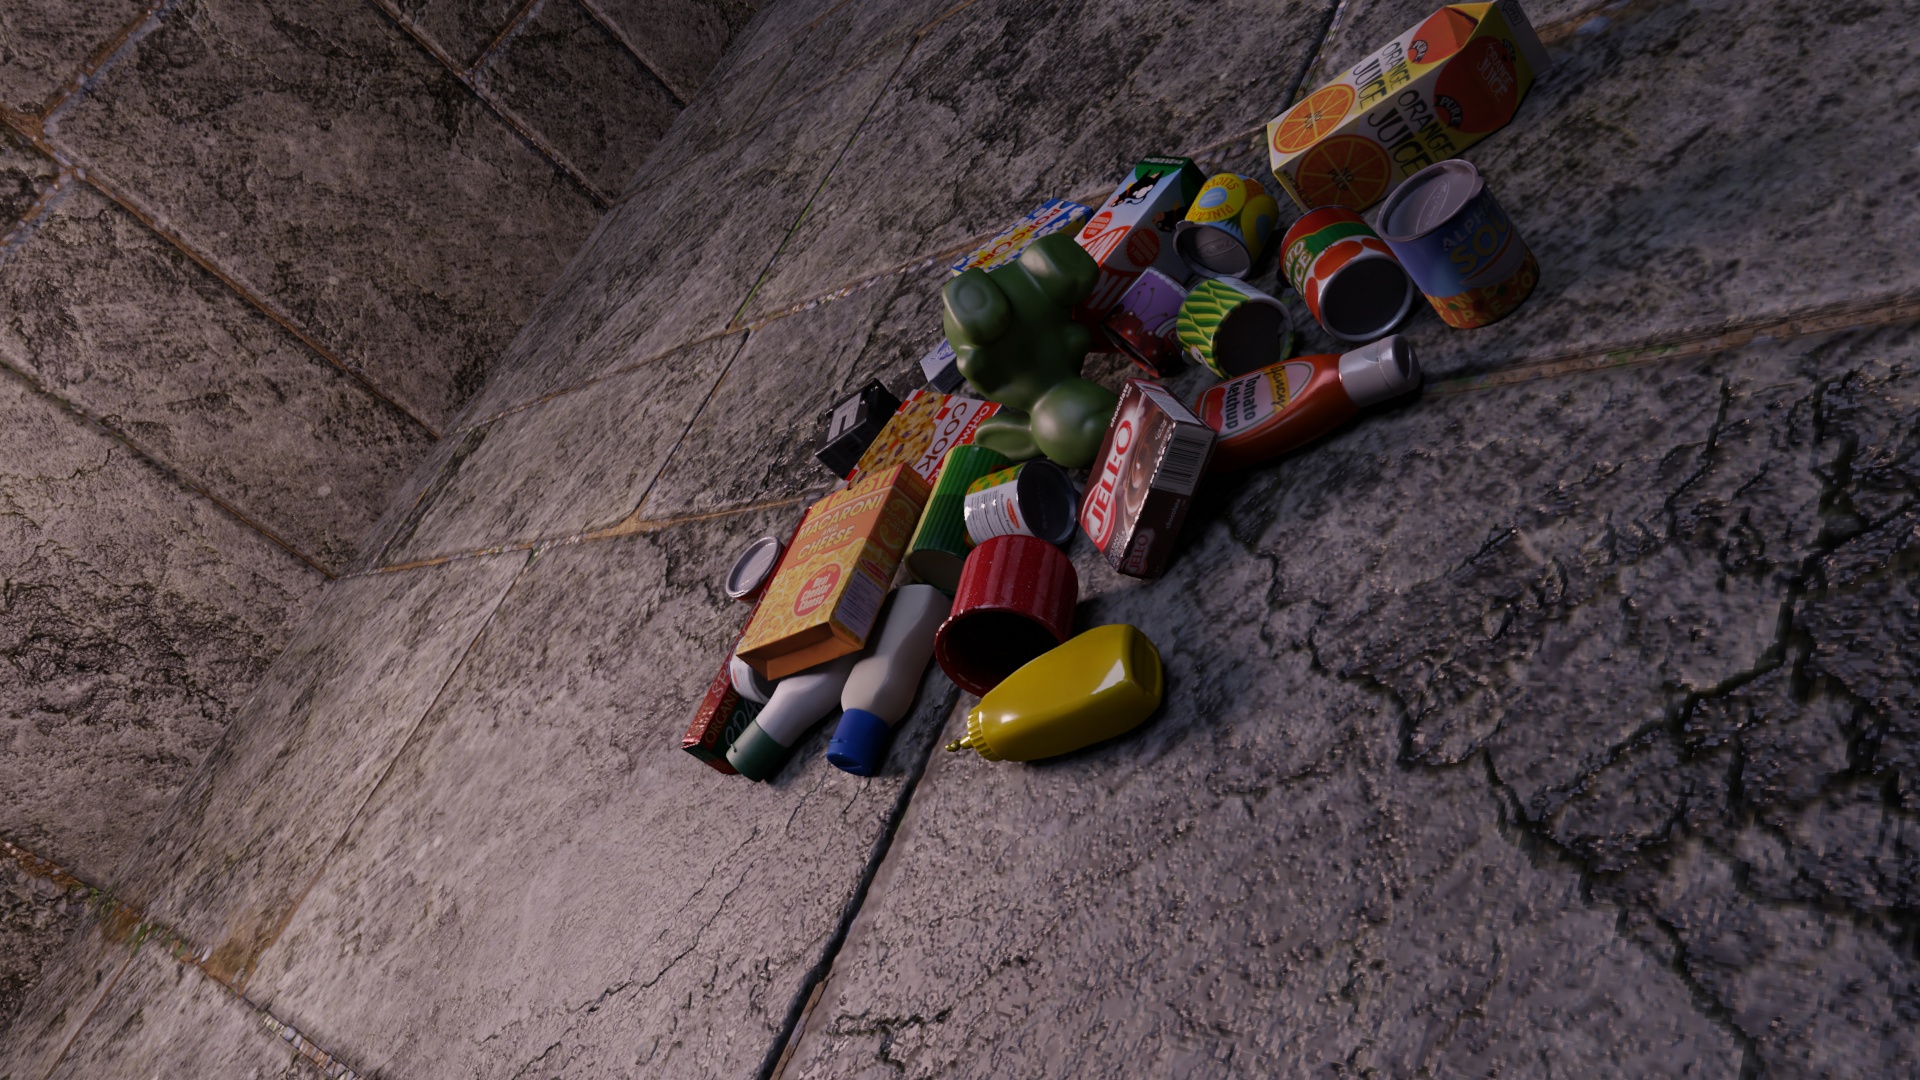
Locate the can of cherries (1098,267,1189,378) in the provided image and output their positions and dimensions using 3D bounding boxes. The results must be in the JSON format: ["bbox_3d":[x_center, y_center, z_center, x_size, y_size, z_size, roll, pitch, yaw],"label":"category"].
[{"bbox_3d":[0.151,-0.166,1.070,0.058,0.071,0.071,-48,29,1],"label":"can of cherries"}]

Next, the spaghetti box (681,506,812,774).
[{"bbox_3d":[-0.160,0.082,1.201,0.028,0.050,0.251,-13,44,48],"label":"spaghetti box"}]

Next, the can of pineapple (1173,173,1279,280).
[{"bbox_3d":[0.207,-0.245,1.086,0.071,0.071,0.058,-2,52,53],"label":"can of pineapple"}]

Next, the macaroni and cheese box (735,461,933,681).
[{"bbox_3d":[-0.099,0.023,1.109,0.123,0.040,0.167,-22,35,43],"label":"macaroni and cheese box"}]

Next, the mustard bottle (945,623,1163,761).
[{"bbox_3d":[0.054,0.107,0.884,0.159,0.048,0.066,-28,35,33],"label":"mustard bottle"}]

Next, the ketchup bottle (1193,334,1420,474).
[{"bbox_3d":[0.223,-0.092,0.904,0.148,0.043,0.065,-19,46,40],"label":"ketchup bottle"}]

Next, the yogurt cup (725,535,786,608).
[{"bbox_3d":[-0.172,0.037,1.266,0.072,0.054,0.073,-33,32,24],"label":"yogurt cup"}]

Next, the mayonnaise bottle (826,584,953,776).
[{"bbox_3d":[-0.056,0.104,1.045,0.064,0.041,0.149,-14,44,48],"label":"mayonnaise bottle"}]

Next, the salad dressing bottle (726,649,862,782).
[{"bbox_3d":[-0.126,0.126,1.108,0.147,0.044,0.064,-49,29,0],"label":"salad dressing bottle"}]

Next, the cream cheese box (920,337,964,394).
[{"bbox_3d":[0.010,-0.189,1.329,0.103,0.024,0.053,-41,30,12],"label":"cream cheese box"}]

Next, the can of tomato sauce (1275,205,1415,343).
[{"bbox_3d":[0.258,-0.179,0.939,0.071,0.071,0.083,-38,31,17],"label":"can of tomato sauce"}]

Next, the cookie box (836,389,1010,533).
[{"bbox_3d":[-0.027,-0.068,1.216,0.123,0.040,0.167,-53,28,-10],"label":"cookie box"}]

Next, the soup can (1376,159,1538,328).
[{"bbox_3d":[0.309,-0.182,0.856,0.071,0.083,0.072,-34,32,25],"label":"soup can"}]

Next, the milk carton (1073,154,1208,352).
[{"bbox_3d":[0.133,-0.225,1.156,0.190,0.073,0.072,-50,29,-3],"label":"milk carton"}]

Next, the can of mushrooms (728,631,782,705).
[{"bbox_3d":[-0.153,0.103,1.150,0.033,0.071,0.071,-1,53,53],"label":"can of mushrooms"}]

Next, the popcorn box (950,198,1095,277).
[{"bbox_3d":[0.063,-0.271,1.314,0.127,0.038,0.085,-35,28,-8],"label":"popcorn box"}]

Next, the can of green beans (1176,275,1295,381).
[{"bbox_3d":[0.196,-0.149,0.988,0.071,0.071,0.058,-45,29,5],"label":"can of green beans"}]

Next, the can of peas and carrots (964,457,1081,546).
[{"bbox_3d":[0.047,-0.023,1.037,0.058,0.071,0.071,-17,41,44],"label":"can of peas and carrots"}]

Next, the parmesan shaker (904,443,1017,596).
[{"bbox_3d":[0.004,-0.014,1.085,0.071,0.071,0.103,-16,43,44],"label":"parmesan shaker"}]

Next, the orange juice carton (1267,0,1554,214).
[{"bbox_3d":[0.325,-0.314,1.010,0.192,0.071,0.073,-29,34,31],"label":"orange juice carton"}]
